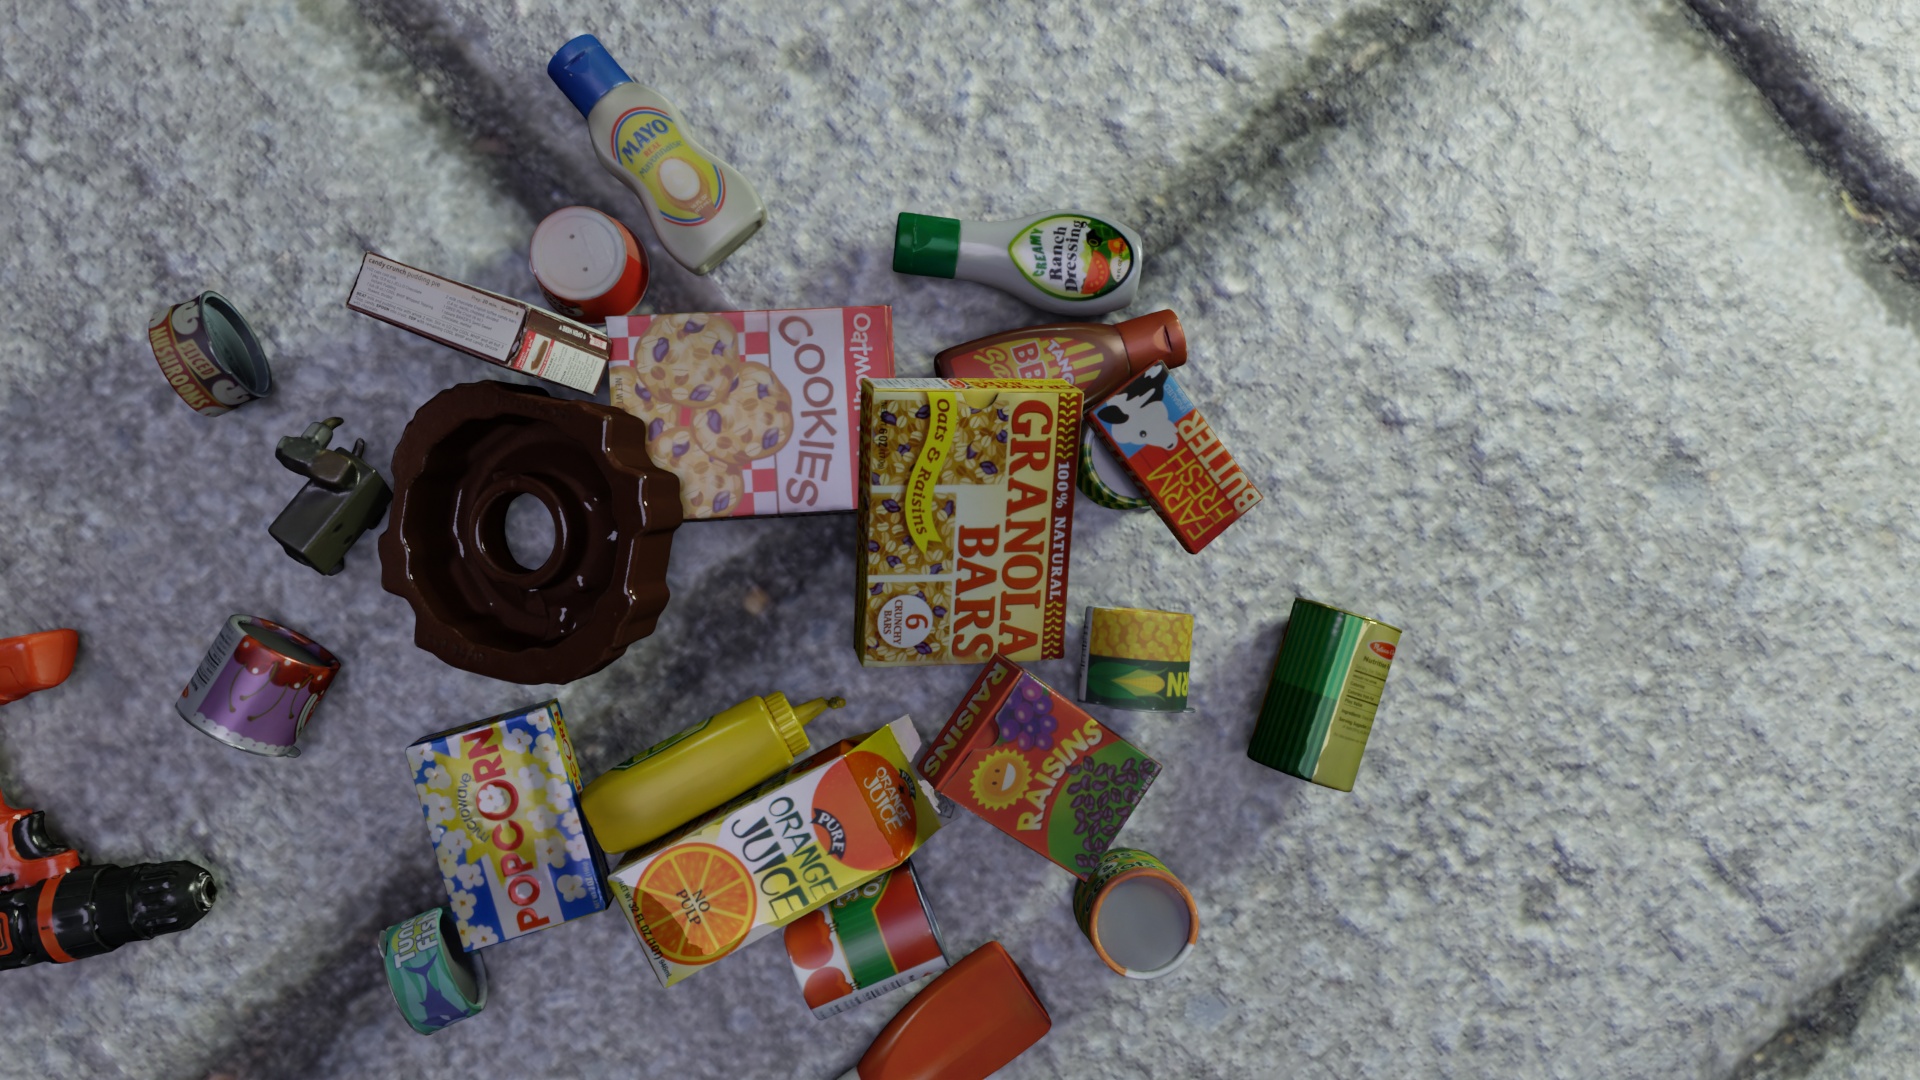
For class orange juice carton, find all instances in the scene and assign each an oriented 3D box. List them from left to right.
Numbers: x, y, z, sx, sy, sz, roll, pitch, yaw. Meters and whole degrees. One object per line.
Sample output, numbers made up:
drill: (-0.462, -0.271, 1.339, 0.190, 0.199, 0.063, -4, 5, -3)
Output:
orange juice carton: (-0.100, 0.176, 0.812, 0.193, 0.073, 0.072, -27, 92, -5)

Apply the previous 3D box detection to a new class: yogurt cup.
yogurt cup: (-0.220, -0.164, 0.816, 0.072, 0.054, 0.072, 0, 90, -6)

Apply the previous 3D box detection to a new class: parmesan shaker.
parmesan shaker: (0.218, 0.093, 0.843, 0.071, 0.071, 0.103, 18, 89, -4)

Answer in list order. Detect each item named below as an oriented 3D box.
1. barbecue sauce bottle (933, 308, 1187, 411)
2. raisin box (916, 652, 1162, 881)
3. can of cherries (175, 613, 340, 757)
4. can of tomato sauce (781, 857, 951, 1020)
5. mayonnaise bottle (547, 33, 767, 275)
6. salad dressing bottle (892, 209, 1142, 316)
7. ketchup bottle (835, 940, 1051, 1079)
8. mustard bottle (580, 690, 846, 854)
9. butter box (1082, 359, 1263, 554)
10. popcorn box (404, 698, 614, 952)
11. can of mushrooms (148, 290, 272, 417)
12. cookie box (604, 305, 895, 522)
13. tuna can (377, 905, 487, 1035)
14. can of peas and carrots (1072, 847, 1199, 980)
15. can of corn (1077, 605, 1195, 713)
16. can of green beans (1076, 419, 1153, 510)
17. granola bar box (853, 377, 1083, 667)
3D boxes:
barbecue sauce bottle: (0.062, -0.104, 0.845, 0.149, 0.043, 0.065, -17, 94, -5)
raisin box: (0.048, 0.135, 0.820, 0.123, 0.040, 0.086, 37, 87, -26)
can of cherries: (-0.397, 0.083, 0.793, 0.071, 0.071, 0.058, 30, 86, -4)
can of tomato sauce: (-0.057, 0.234, 0.820, 0.083, 0.071, 0.071, -22, 91, -4)
mayonnaise bottle: (-0.184, -0.232, 0.826, 0.065, 0.041, 0.148, -41, 93, -2)
salad dressing bottle: (0.034, -0.172, 0.843, 0.148, 0.044, 0.064, 5, 88, -5)
ketchup bottle: (-0.021, 0.308, 0.832, 0.149, 0.043, 0.064, -35, 91, -4)
mustard bottle: (-0.141, 0.128, 0.817, 0.160, 0.065, 0.049, -27, 92, -11)
butter box: (0.122, -0.048, 0.799, 0.053, 0.024, 0.103, -37, 93, -5)
popcorn box: (-0.263, 0.166, 0.816, 0.085, 0.038, 0.126, -16, 91, -4)
can of mushrooms: (-0.426, -0.105, 0.789, 0.033, 0.071, 0.071, -23, 92, -3)
cookie box: (-0.122, -0.074, 0.830, 0.168, 0.040, 0.123, -3, 90, -5)
tuna can: (-0.302, 0.244, 0.797, 0.033, 0.071, 0.071, -23, 92, -6)
can of peas and carrots: (0.104, 0.222, 0.837, 0.071, 0.058, 0.071, 0, 89, -5)
can of corn: (0.108, 0.071, 0.834, 0.071, 0.071, 0.058, 5, 89, -5)
can of green beans: (0.102, -0.052, 0.840, 0.071, 0.058, 0.071, 0, 90, -5)
granola bar box: (0.003, -0.010, 0.810, 0.124, 0.039, 0.165, -1, 106, -15)
